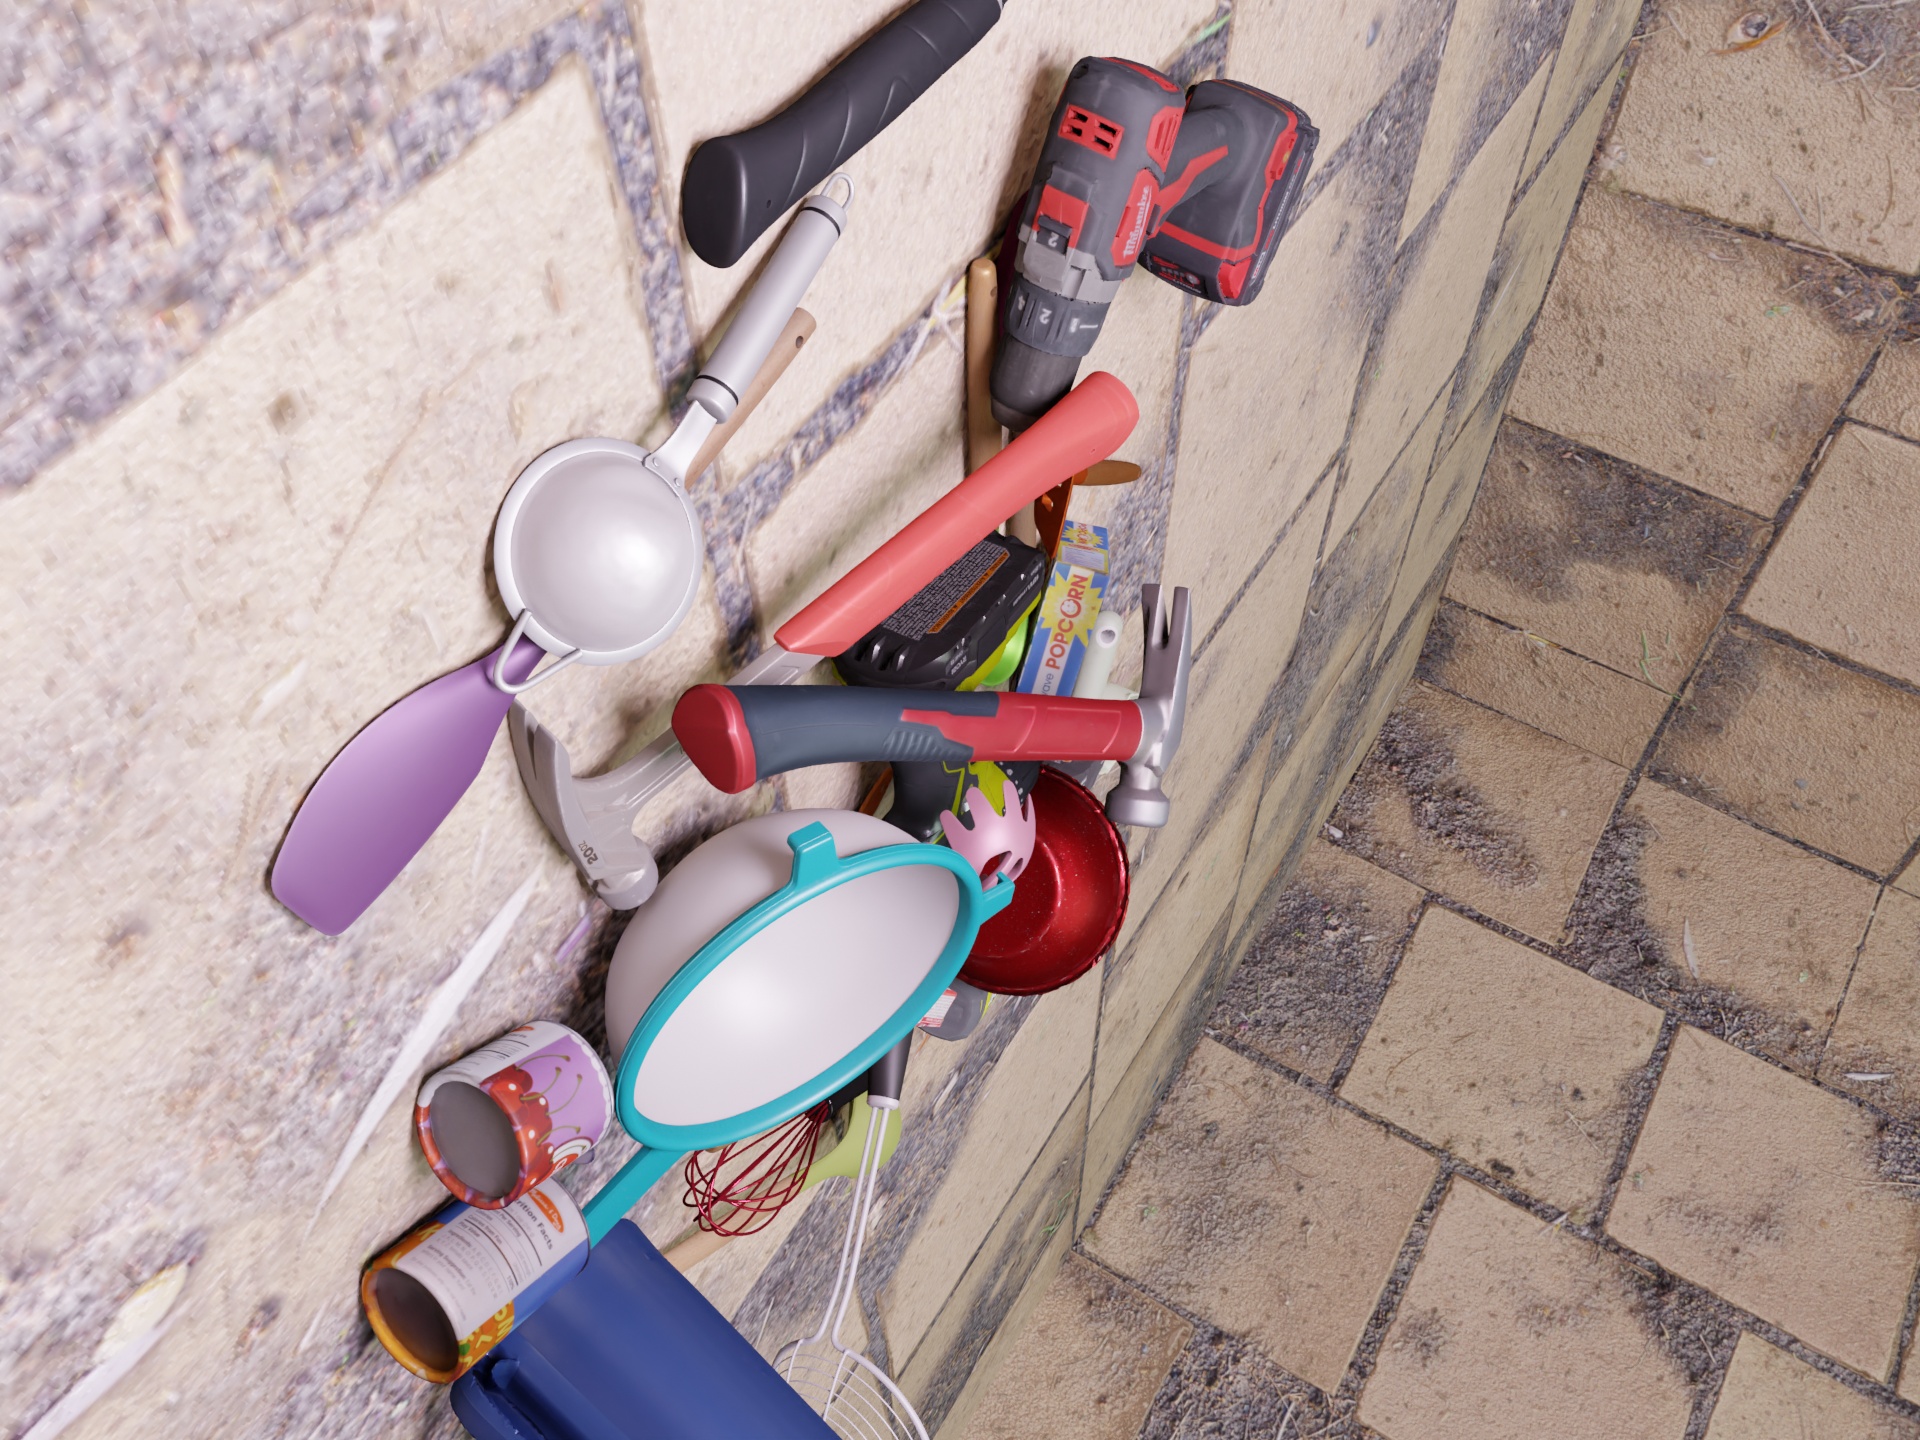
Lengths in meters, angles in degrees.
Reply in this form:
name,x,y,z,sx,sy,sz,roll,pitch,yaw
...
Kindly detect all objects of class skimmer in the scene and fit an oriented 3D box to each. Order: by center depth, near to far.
name,x,y,z,sx,sy,sz,roll,pitch,yaw
skimmer,-0.043,0.305,0.990,0.090,0.127,0.363,33,60,-44

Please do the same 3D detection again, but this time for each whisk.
name,x,y,z,sx,sy,sz,roll,pitch,yaw
whisk,-0.106,0.272,1.087,0.073,0.073,0.296,-69,164,15
whisk,0.091,0.023,1.300,0.059,0.057,0.246,-102,-156,-63

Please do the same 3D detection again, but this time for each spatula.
name,x,y,z,sx,sy,sz,roll,pitch,yaw
spatula,-0.150,-0.053,0.617,0.316,0.018,0.059,-55,148,-22
spatula,0.088,-0.155,1.010,0.322,0.041,0.081,-28,131,-71

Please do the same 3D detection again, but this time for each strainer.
name,x,y,z,sx,sy,sz,roll,pitch,yaw
strainer,-0.100,-0.119,0.616,0.086,0.050,0.258,43,64,-37
strainer,-0.141,0.159,0.819,0.340,0.095,0.210,-47,150,12

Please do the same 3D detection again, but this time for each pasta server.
name,x,y,z,sx,sy,sz,roll,pitch,yaw
pasta server,-0.074,0.153,0.907,0.316,0.040,0.060,-42,137,13

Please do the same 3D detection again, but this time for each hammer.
name,x,y,z,sx,sy,sz,roll,pitch,yaw
hammer,0.017,-0.316,0.684,0.409,0.036,0.149,-51,158,-30
hammer,-0.047,-0.062,0.743,0.359,0.037,0.149,-41,154,-22
hammer,0.009,-0.012,0.795,0.386,0.038,0.143,2,96,-54

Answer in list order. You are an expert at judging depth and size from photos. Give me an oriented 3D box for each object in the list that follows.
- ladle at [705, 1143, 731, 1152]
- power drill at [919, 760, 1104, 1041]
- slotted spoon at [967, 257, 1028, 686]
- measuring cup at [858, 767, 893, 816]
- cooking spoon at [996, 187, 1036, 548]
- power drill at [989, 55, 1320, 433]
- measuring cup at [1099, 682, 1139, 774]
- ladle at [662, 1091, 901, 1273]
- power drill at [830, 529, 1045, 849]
name,x,y,z,sx,sy,sz,roll,pitch,yaw
ladle,-0.092,0.228,1.059,0.315,0.031,0.069,-15,105,-70
power drill,0.035,0.109,1.186,0.171,0.080,0.223,-39,149,-67
slotted spoon,0.016,-0.134,0.926,0.070,0.031,0.313,-49,155,-30
measuring cup,-0.065,0.117,0.998,0.173,0.052,0.095,-63,161,5
cooking spoon,0.040,-0.174,0.944,0.069,0.017,0.318,-50,156,-33
power drill,0.097,-0.258,0.861,0.227,0.080,0.187,-32,147,-53
measuring cup,0.141,-0.015,1.382,0.167,0.038,0.083,-42,152,-50
ladle,-0.144,0.331,1.108,0.320,0.062,0.078,-18,118,-54
power drill,-0.001,-0.003,0.934,0.191,0.080,0.228,-48,150,-35
